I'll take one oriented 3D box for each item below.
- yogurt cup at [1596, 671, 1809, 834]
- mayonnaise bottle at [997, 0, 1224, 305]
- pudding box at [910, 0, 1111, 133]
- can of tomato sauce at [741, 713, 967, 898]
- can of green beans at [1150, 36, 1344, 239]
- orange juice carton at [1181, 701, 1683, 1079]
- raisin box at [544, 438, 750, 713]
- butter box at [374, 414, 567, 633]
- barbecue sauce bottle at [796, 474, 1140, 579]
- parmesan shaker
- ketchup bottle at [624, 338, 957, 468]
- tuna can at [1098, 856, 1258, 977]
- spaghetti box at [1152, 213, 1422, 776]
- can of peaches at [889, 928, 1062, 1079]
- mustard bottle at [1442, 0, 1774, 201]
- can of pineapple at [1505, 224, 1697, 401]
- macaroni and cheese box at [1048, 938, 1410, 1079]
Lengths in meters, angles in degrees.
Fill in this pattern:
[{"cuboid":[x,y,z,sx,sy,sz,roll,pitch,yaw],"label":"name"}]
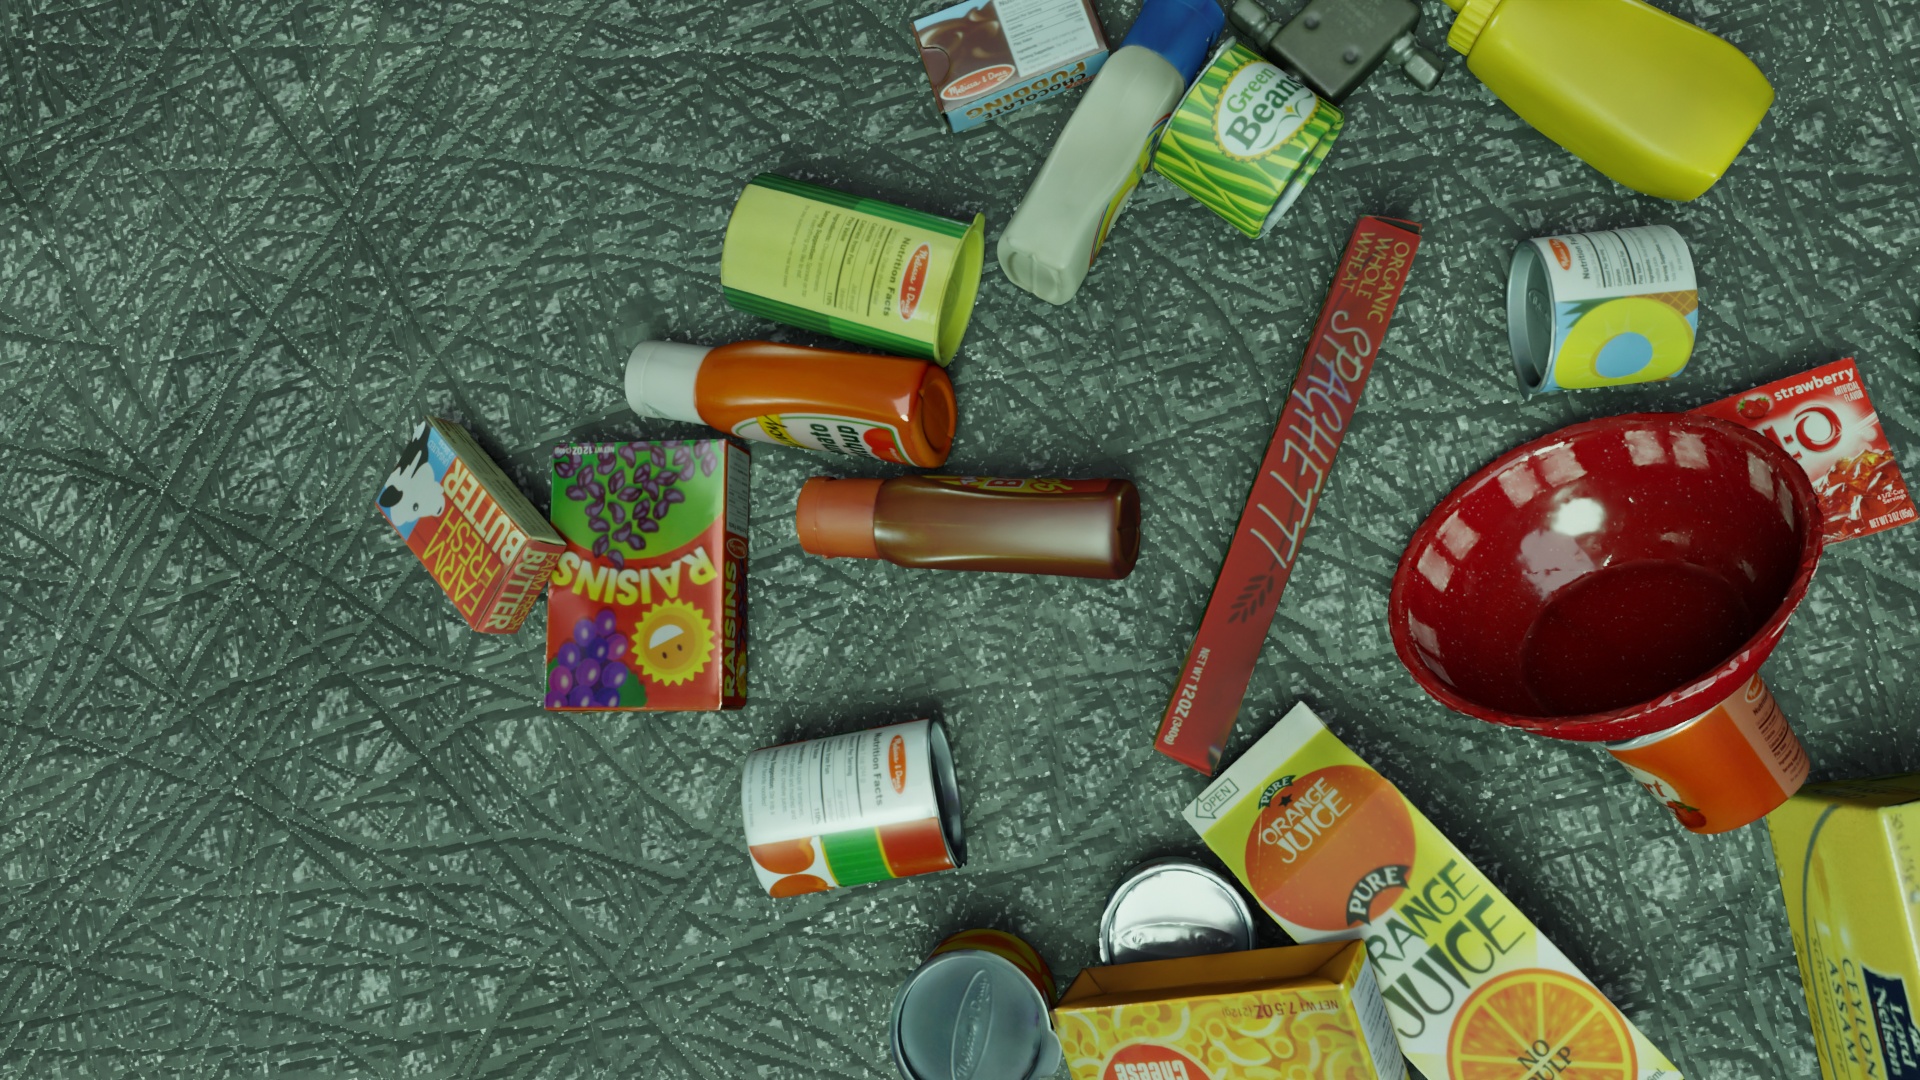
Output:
[{"cuboid":[0.302,0.081,0.564,0.072,0.072,0.054,-38,89,2],"label":"yogurt cup"},{"cuboid":[0.069,-0.181,0.626,0.041,0.064,0.148,30,84,6],"label":"mayonnaise bottle"},{"cuboid":[0.024,-0.232,0.653,0.084,0.030,0.049,-20,83,5],"label":"pudding box"},{"cuboid":[-0.045,0.117,0.604,0.083,0.071,0.071,-11,82,7],"label":"can of tomato sauce"},{"cuboid":[0.127,-0.176,0.614,0.058,0.071,0.071,38,90,10],"label":"can of green beans"},{"cuboid":[0.183,0.158,0.565,0.072,0.073,0.193,-44,80,1],"label":"orange juice carton"},{"cuboid":[-0.144,0.017,0.641,0.086,0.040,0.123,-1,82,7],"label":"raisin box"},{"cuboid":[-0.227,-0.008,0.641,0.104,0.024,0.053,42,105,29],"label":"butter box"},{"cuboid":[0.002,-0.008,0.615,0.148,0.065,0.043,3,92,16],"label":"barbecue sauce bottle"},{"cuboid":[-0.047,-0.126,0.631,0.103,0.071,0.071,17,86,10],"label":"parmesan shaker"},{"cuboid":[-0.079,-0.066,0.633,0.149,0.064,0.043,9,75,17],"label":"ketchup bottle"},{"cuboid":[0.093,0.172,0.595,0.071,0.033,0.071,-1,83,7],"label":"tuna can"},{"cuboid":[0.141,-0.020,0.603,0.029,0.050,0.250,21,86,8],"label":"spaghetti box"},{"cuboid":[0.009,0.203,0.590,0.071,0.058,0.071,-1,83,7],"label":"can of peaches"},{"cuboid":[0.268,-0.212,0.609,0.160,0.049,0.065,36,89,10],"label":"mustard bottle"},{"cuboid":[0.269,-0.096,0.589,0.058,0.071,0.071,-5,83,7],"label":"can of pineapple"},{"cuboid":[0.121,0.245,0.541,0.123,0.040,0.166,-17,95,31],"label":"macaroni and cheese box"}]
